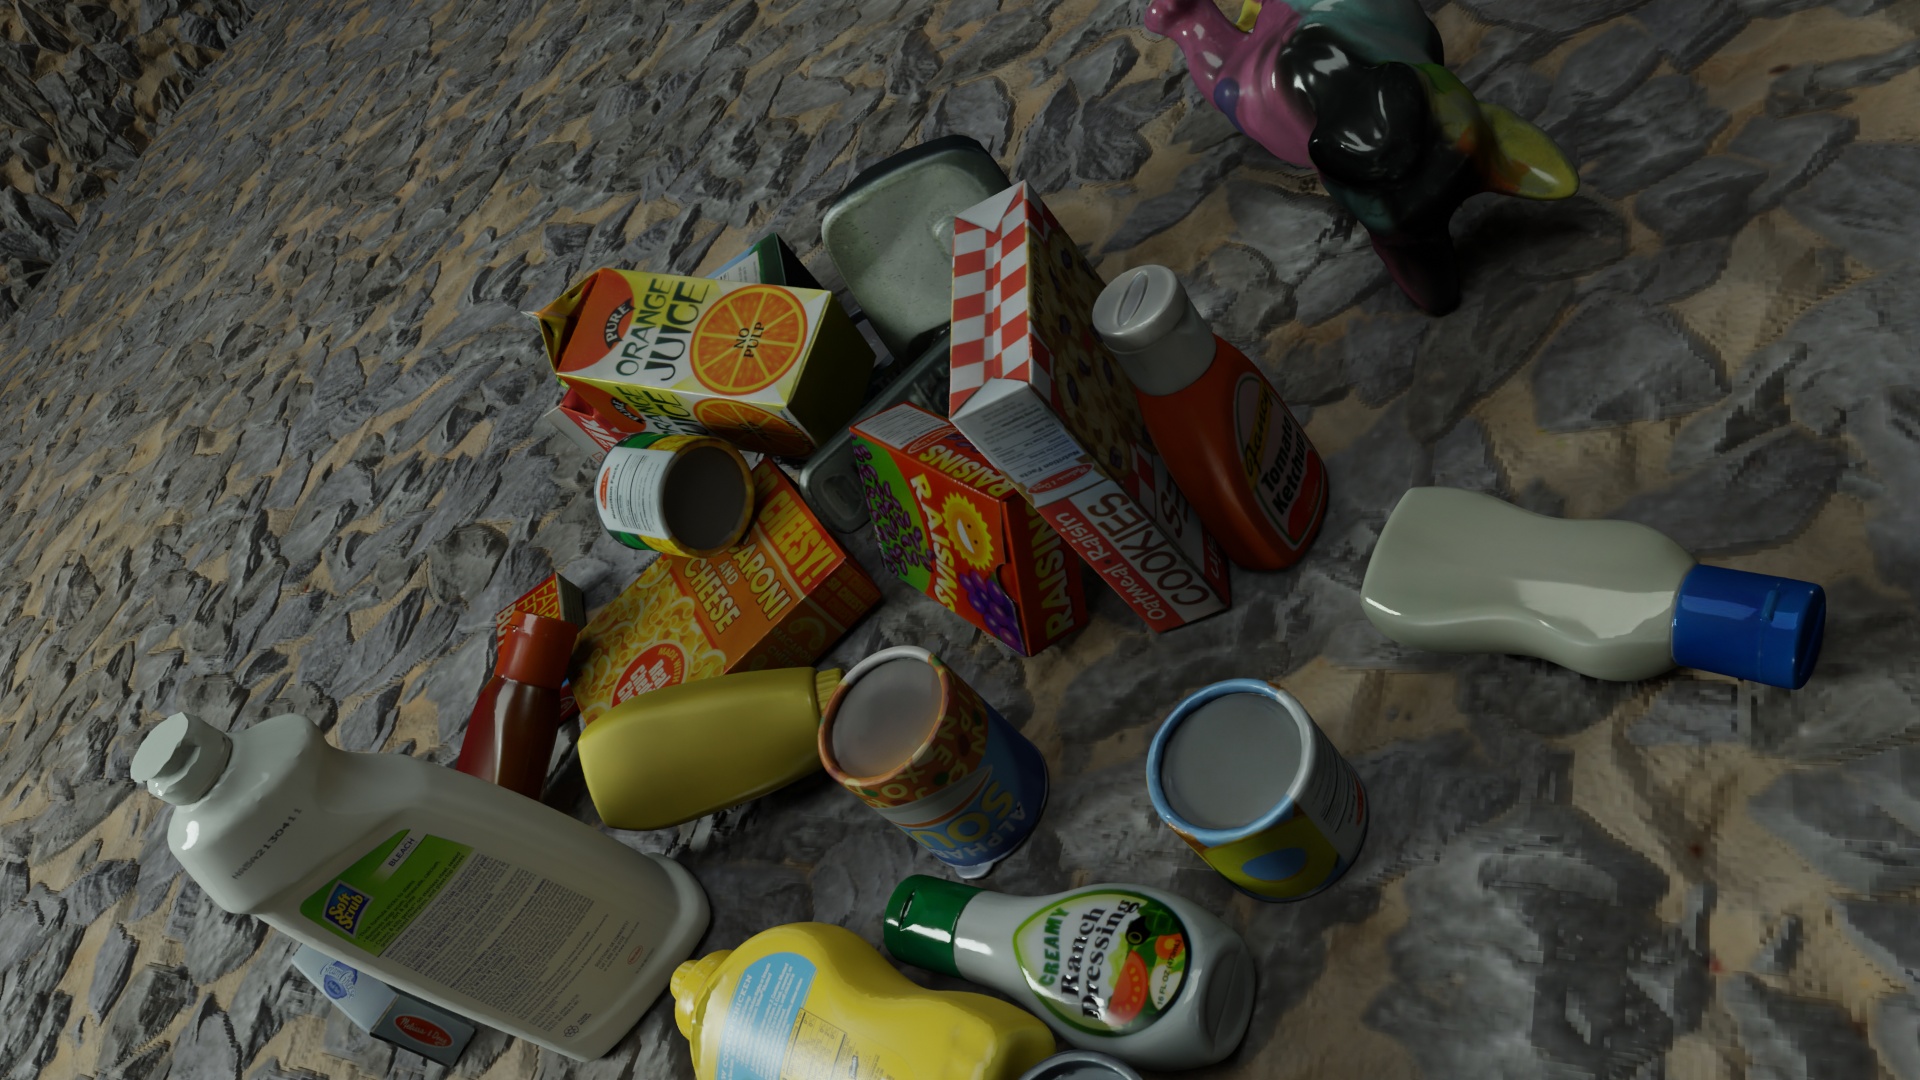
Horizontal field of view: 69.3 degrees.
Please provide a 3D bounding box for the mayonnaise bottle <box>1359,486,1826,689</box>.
[{"bbox_3d":[0.225,0.020,0.503,0.148,0.041,0.065,13,67,42],"label":"mayonnaise bottle"}]

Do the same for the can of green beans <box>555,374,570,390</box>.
[{"bbox_3d":[-0.237,-0.116,0.962,0.071,0.057,0.071,-21,46,23],"label":"can of green beans"}]

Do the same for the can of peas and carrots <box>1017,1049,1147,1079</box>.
[{"bbox_3d":[0.052,0.212,0.461,0.071,0.058,0.071,-20,46,23],"label":"can of peas and carrots"}]

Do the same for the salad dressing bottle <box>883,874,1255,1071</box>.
[{"bbox_3d":[0.036,0.158,0.530,0.147,0.044,0.064,1,60,39],"label":"salad dressing bottle"}]

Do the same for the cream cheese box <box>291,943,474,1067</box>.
[{"bbox_3d":[-0.300,0.235,0.720,0.104,0.053,0.024,12,63,43],"label":"cream cheese box"}]

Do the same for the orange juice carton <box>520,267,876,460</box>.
[{"bbox_3d":[-0.154,-0.102,0.788,0.193,0.071,0.073,10,70,22],"label":"orange juice carton"}]

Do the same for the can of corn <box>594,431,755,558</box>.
[{"bbox_3d":[-0.152,-0.025,0.755,0.058,0.071,0.071,7,61,42],"label":"can of corn"}]

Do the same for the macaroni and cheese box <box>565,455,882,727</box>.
[{"bbox_3d":[-0.134,0.046,0.760,0.166,0.040,0.124,-43,41,0],"label":"macaroni and cheese box"}]

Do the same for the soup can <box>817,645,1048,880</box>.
[{"bbox_3d":[-0.011,0.095,0.590,0.071,0.083,0.072,-21,46,23],"label":"soup can"}]

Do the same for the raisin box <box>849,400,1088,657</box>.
[{"bbox_3d":[0.002,-0.008,0.660,0.040,0.085,0.123,-28,35,-27],"label":"raisin box"}]

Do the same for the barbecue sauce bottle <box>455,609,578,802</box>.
[{"bbox_3d":[-0.246,0.113,0.755,0.065,0.043,0.148,4,77,50],"label":"barbecue sauce bottle"}]

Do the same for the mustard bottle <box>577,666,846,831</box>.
[{"bbox_3d":[-0.100,0.094,0.673,0.160,0.065,0.049,-15,9,3],"label":"mustard bottle"}]

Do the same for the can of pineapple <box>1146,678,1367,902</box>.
[{"bbox_3d":[0.109,0.093,0.517,0.071,0.057,0.071,-21,46,24],"label":"can of pineapple"}]

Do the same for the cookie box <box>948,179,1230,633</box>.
[{"bbox_3d":[0.058,-0.054,0.598,0.040,0.167,0.123,-23,45,26],"label":"cookie box"}]

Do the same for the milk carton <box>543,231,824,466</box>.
[{"bbox_3d":[-0.172,-0.107,0.894,0.190,0.072,0.074,-30,43,13],"label":"milk carton"}]

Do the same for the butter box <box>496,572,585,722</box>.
[{"bbox_3d":[-0.253,0.070,0.844,0.053,0.024,0.104,-35,42,8],"label":"butter box"}]

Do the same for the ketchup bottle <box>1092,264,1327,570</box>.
[{"bbox_3d":[0.104,-0.051,0.574,0.043,0.148,0.065,0,56,40],"label":"ketchup bottle"}]

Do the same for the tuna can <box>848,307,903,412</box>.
[{"bbox_3d":[-0.050,-0.107,0.829,0.071,0.032,0.071,-21,46,23],"label":"tuna can"}]
